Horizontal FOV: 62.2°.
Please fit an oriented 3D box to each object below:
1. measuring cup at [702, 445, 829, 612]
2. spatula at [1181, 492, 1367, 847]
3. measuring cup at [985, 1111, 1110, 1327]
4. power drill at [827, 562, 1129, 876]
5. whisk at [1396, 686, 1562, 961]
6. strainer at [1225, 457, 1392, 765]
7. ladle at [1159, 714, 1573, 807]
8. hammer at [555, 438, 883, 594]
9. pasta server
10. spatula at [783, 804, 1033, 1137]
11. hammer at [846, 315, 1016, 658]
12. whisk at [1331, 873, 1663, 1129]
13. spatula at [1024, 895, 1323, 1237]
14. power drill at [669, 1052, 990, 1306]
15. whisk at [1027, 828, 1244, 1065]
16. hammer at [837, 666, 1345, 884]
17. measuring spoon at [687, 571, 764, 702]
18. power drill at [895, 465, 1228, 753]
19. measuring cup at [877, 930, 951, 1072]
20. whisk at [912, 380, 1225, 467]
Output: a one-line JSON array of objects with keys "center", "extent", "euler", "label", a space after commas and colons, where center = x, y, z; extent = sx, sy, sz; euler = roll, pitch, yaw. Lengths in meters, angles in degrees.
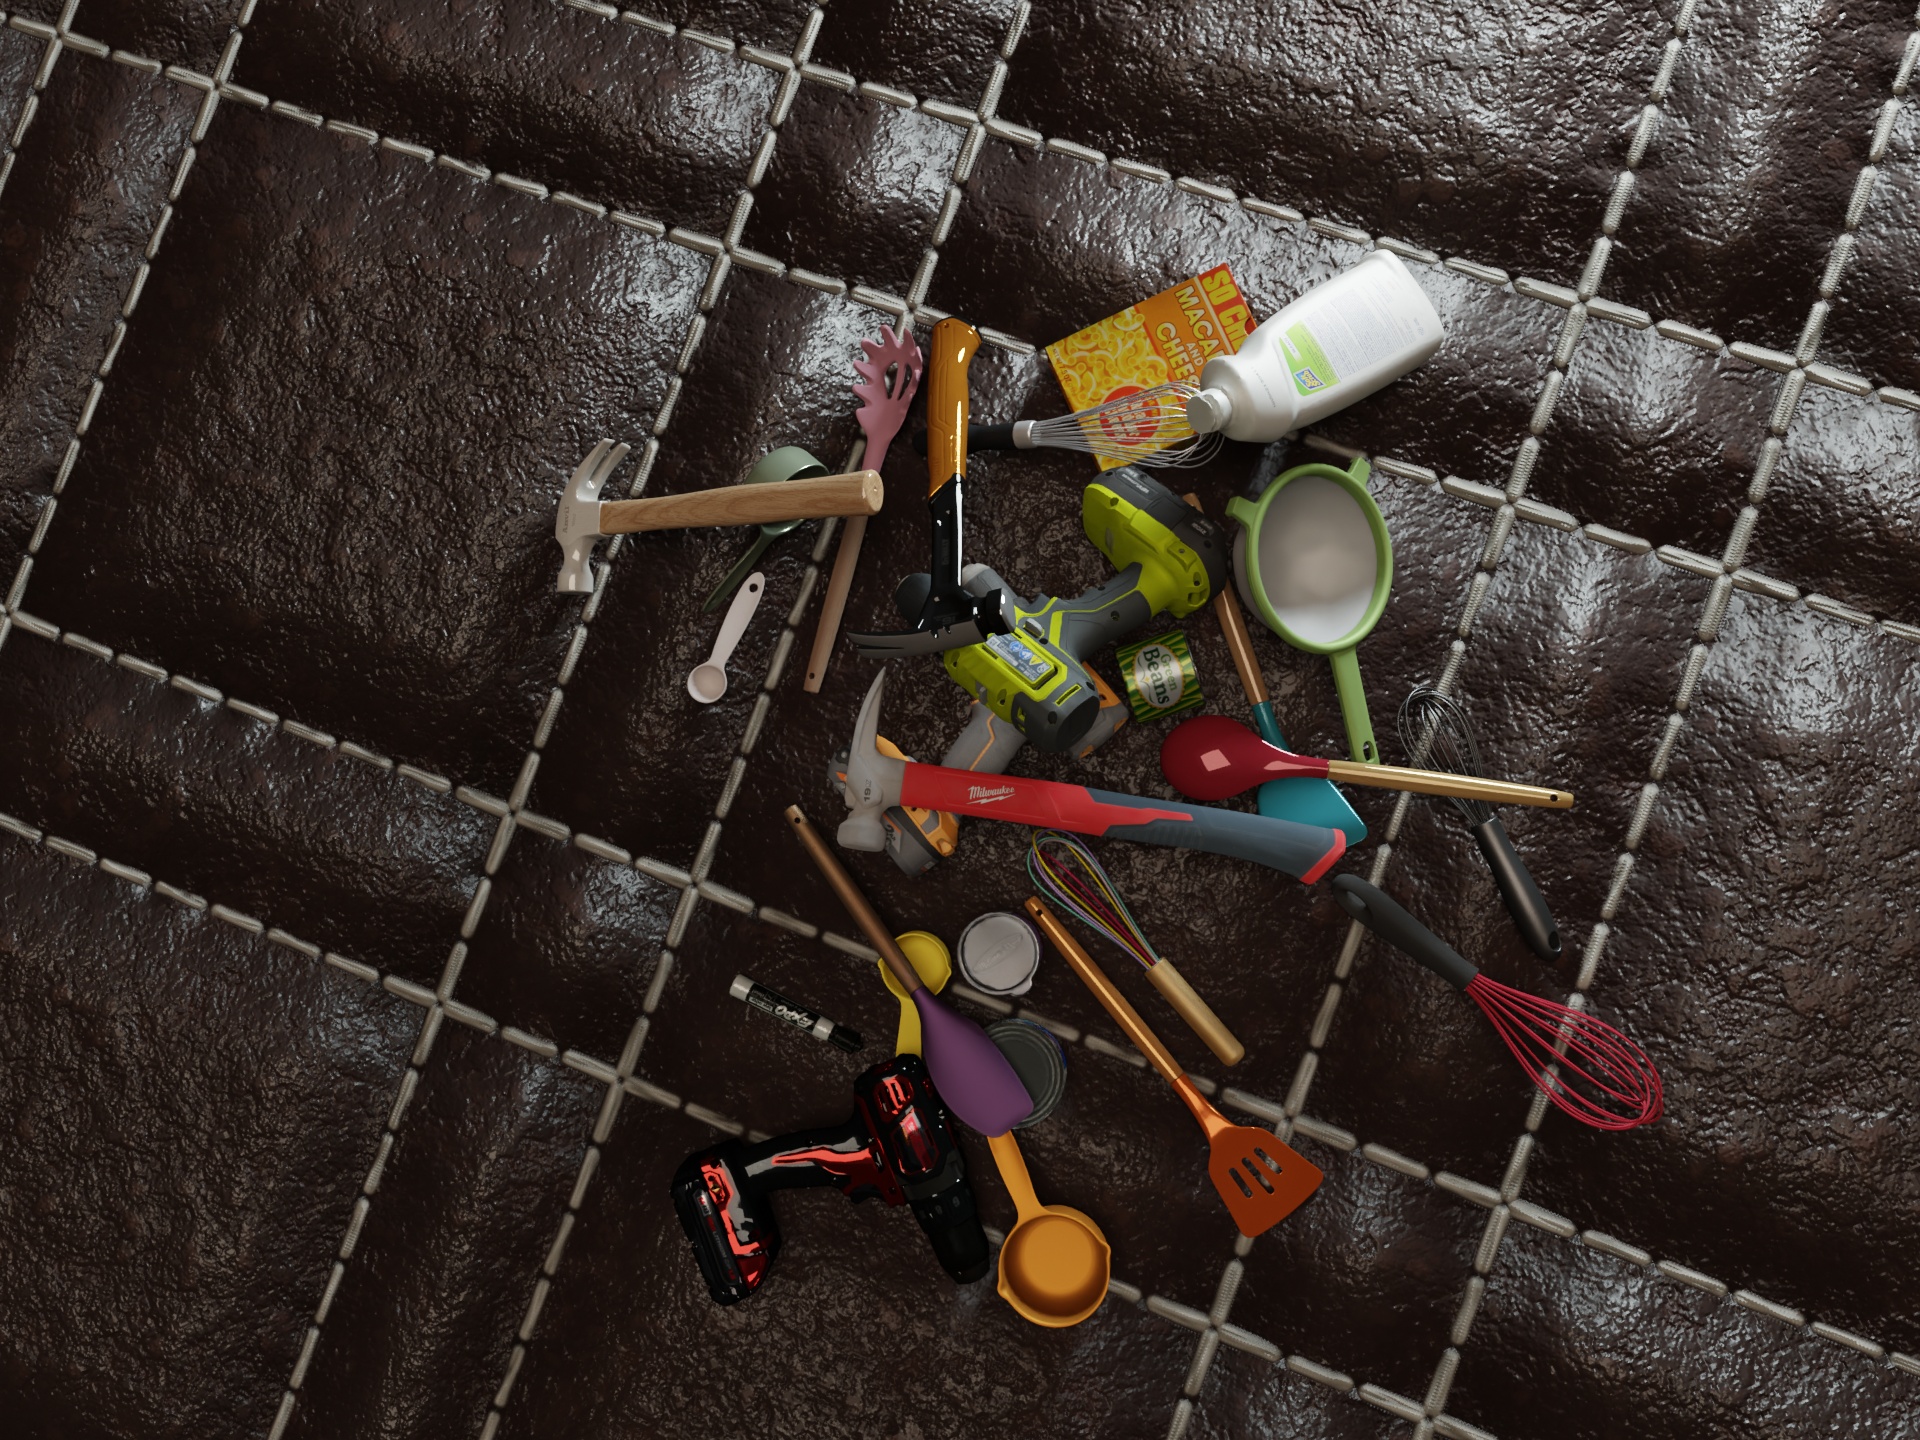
[{"center": [-0.179, -0.164, 1.357], "extent": [0.038, 0.083, 0.167], "euler": [47, 108, 18], "label": "measuring cup"}, {"center": [0.237, -0.040, 1.293], "extent": [0.082, 0.044, 0.317], "euler": [-19, 82, 7], "label": "spatula"}, {"center": [0.060, 0.394, 1.275], "extent": [0.095, 0.052, 0.174], "euler": [-24, 80, 5], "label": "measuring cup"}, {"center": [-0.002, -0.004, 1.307], "extent": [0.226, 0.084, 0.185], "euler": [-39, 79, -1], "label": "power drill"}, {"center": [0.413, 0.083, 1.257], "extent": [0.055, 0.055, 0.239], "euler": [-27, 86, 5], "label": "whisk"}, {"center": [0.284, -0.077, 1.283], "extent": [0.151, 0.069, 0.256], "euler": [-21, 101, -29], "label": "strainer"}, {"center": [0.313, 0.043, 1.241], "extent": [0.315, 0.031, 0.069], "euler": [7, 84, 10], "label": "ladle"}, {"center": [-0.207, -0.177, 1.312], "extent": [0.331, 0.031, 0.130], "euler": [-1, 86, 31], "label": "hammer"}, {"center": [-0.090, -0.178, 1.354], "extent": [0.060, 0.040, 0.316], "euler": [14, 88, 21], "label": "pasta server"}, {"center": [-0.052, 0.199, 1.289], "extent": [0.060, 0.018, 0.316], "euler": [-35, 79, -3], "label": "spatula"}, {"center": [-0.018, -0.196, 1.272], "extent": [0.127, 0.034, 0.337], "euler": [-10, 54, 17], "label": "hammer"}, {"center": [0.413, 0.215, 1.239], "extent": [0.296, 0.073, 0.073], "euler": [38, 91, 15], "label": "whisk"}, {"center": [0.159, 0.270, 1.287], "extent": [0.081, 0.041, 0.323], "euler": [-41, 77, 3], "label": "spatula"}, {"center": [-0.098, 0.392, 1.283], "extent": [0.226, 0.080, 0.188], "euler": [-23, 88, 3], "label": "power drill"}, {"center": [0.140, 0.184, 1.287], "extent": [0.051, 0.047, 0.245], "euler": [-42, 84, 1], "label": "whisk"}, {"center": [0.105, 0.056, 1.236], "extent": [0.386, 0.038, 0.143], "euler": [8, 80, 2], "label": "hammer"}, {"center": [-0.198, -0.071, 1.373], "extent": [0.034, 0.018, 0.124], "euler": [23, 82, 9], "label": "measuring spoon"}, {"center": [0.080, -0.099, 1.255], "extent": [0.228, 0.080, 0.191], "euler": [-39, 62, -21], "label": "power drill"}, {"center": [-0.038, 0.250, 1.319], "extent": [0.062, 0.029, 0.156], "euler": [5, 97, 11], "label": "measuring cup"}, {"center": [0.082, -0.234, 1.291], "extent": [0.285, 0.070, 0.070], "euler": [1, 85, 30], "label": "whisk"}]
